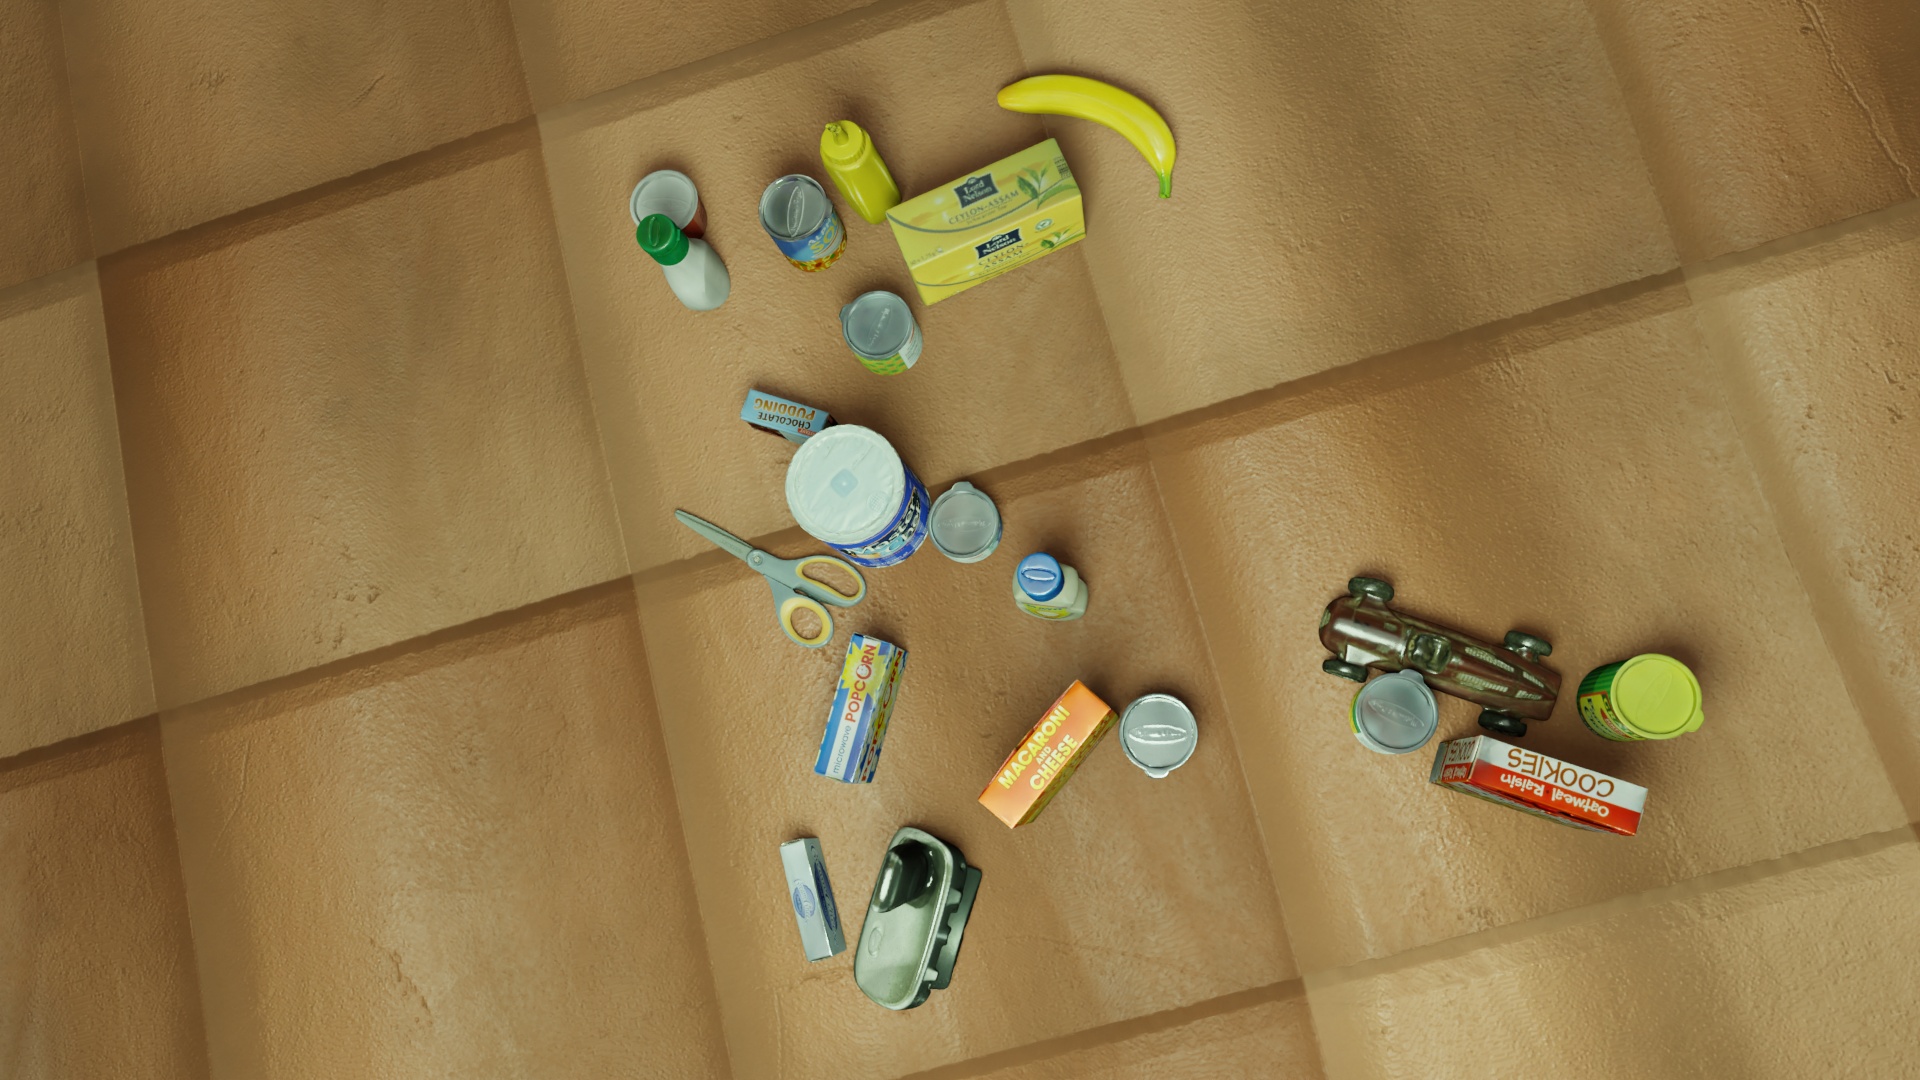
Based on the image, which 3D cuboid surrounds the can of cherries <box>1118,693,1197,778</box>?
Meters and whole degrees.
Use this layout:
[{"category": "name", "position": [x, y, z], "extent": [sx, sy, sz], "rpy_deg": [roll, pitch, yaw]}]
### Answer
[{"category": "can of cherries", "position": [0.170, 0.169, 1.196], "extent": [0.071, 0.058, 0.071], "rpy_deg": [-2, 79, 9]}]

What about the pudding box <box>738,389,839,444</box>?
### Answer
[{"category": "pudding box", "position": [-0.160, -0.112, 1.304], "extent": [0.084, 0.049, 0.030], "rpy_deg": [18, 83, 11]}]

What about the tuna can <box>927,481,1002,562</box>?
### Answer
[{"category": "tuna can", "position": [0.005, -0.016, 1.270], "extent": [0.071, 0.033, 0.071], "rpy_deg": [-2, 79, 8]}]

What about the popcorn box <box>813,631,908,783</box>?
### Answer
[{"category": "popcorn box", "position": [-0.087, 0.150, 1.225], "extent": [0.038, 0.085, 0.127], "rpy_deg": [14, 82, 11]}]

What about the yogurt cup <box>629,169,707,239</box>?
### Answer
[{"category": "yogurt cup", "position": [-0.282, -0.321, 1.360], "extent": [0.072, 0.054, 0.072], "rpy_deg": [-2, 79, 9]}]

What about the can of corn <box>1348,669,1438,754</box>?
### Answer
[{"category": "can of corn", "position": [0.365, 0.145, 1.171], "extent": [0.071, 0.058, 0.071], "rpy_deg": [-2, 79, 9]}]

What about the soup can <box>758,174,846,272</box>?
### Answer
[{"category": "soup can", "position": [-0.146, -0.300, 1.320], "extent": [0.071, 0.083, 0.071], "rpy_deg": [-2, 80, 9]}]

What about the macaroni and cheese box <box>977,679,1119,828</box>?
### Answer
[{"category": "macaroni and cheese box", "position": [0.076, 0.178, 1.153], "extent": [0.040, 0.166, 0.124], "rpy_deg": [39, 88, 13]}]

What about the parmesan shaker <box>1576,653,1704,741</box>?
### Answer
[{"category": "parmesan shaker", "position": [0.548, 0.131, 1.123], "extent": [0.071, 0.103, 0.071], "rpy_deg": [-2, 80, 9]}]

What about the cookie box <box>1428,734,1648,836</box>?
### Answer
[{"category": "cookie box", "position": [0.448, 0.193, 1.093], "extent": [0.123, 0.167, 0.040], "rpy_deg": [17, 83, 11]}]

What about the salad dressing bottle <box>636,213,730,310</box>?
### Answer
[{"category": "salad dressing bottle", "position": [-0.258, -0.260, 1.297], "extent": [0.044, 0.147, 0.064], "rpy_deg": [-1, 80, 9]}]

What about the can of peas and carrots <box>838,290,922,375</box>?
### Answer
[{"category": "can of peas and carrots", "position": [-0.074, -0.194, 1.302], "extent": [0.071, 0.058, 0.071], "rpy_deg": [-2, 79, 9]}]

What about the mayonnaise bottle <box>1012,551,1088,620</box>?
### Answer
[{"category": "mayonnaise bottle", "position": [0.074, 0.040, 1.189], "extent": [0.065, 0.148, 0.041], "rpy_deg": [6, 81, 10]}]

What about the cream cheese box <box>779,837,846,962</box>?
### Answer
[{"category": "cream cheese box", "position": [-0.129, 0.313, 1.217], "extent": [0.024, 0.053, 0.104], "rpy_deg": [-17, 77, 5]}]

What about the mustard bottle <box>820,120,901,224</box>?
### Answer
[{"category": "mustard bottle", "position": [-0.097, -0.347, 1.282], "extent": [0.049, 0.160, 0.065], "rpy_deg": [-42, 77, 0]}]
